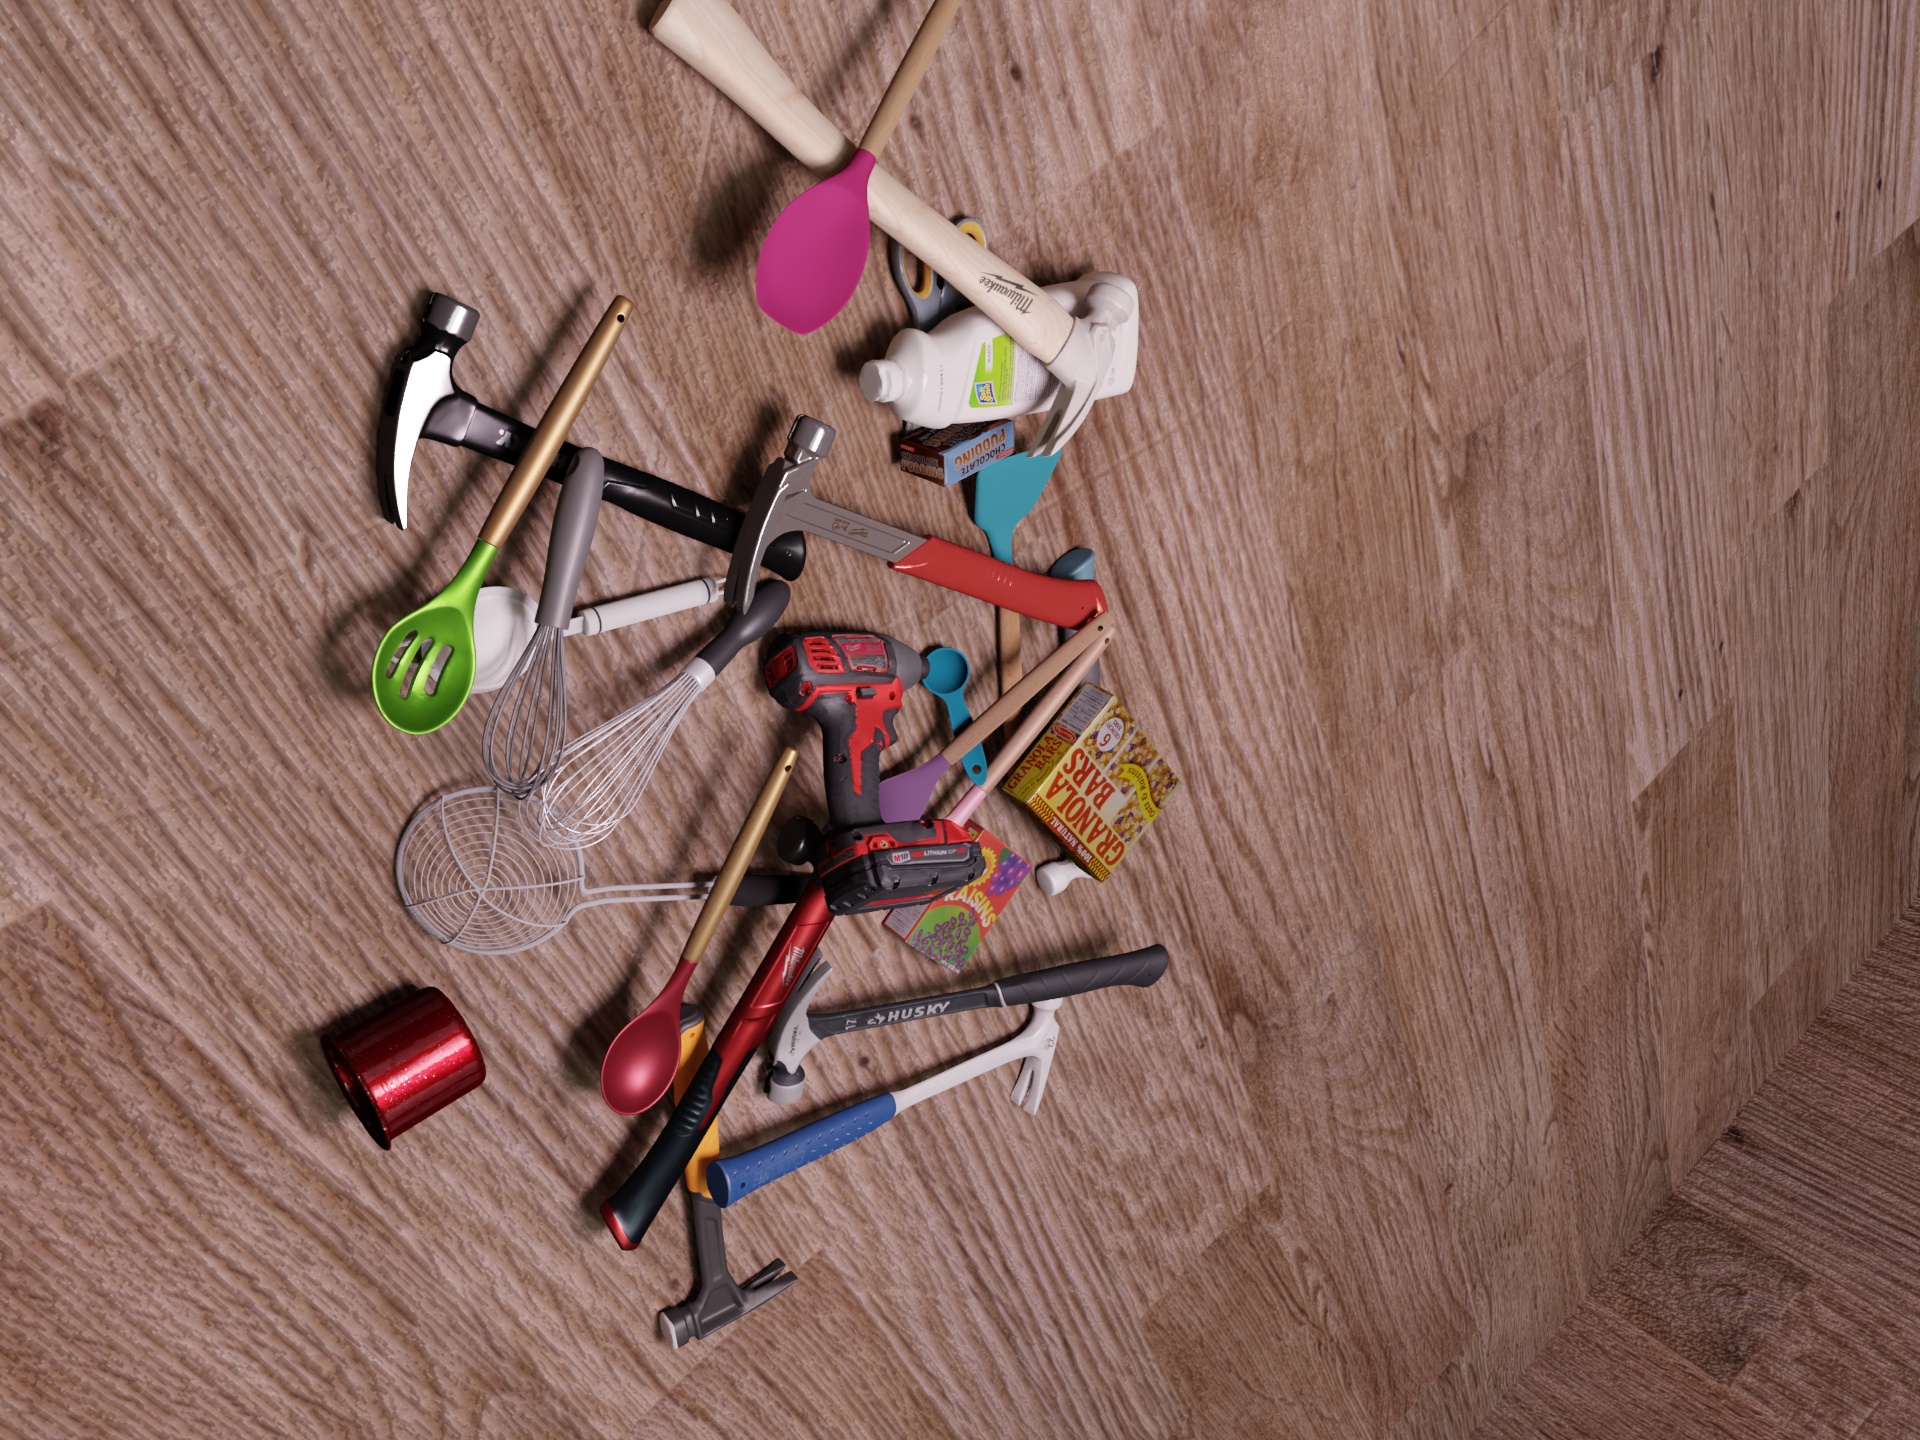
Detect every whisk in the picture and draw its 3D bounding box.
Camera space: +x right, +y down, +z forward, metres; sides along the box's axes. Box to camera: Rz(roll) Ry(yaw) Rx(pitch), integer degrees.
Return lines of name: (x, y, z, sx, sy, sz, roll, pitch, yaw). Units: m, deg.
whisk: (-0.211, -0.013, 1.146, 0.285, 0.070, 0.070, -51, 135, -33)
whisk: (-0.271, -0.064, 1.053, 0.055, 0.055, 0.239, 12, 91, -42)

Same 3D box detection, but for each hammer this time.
hammer: (-0.168, 0.266, 1.289, 0.143, 0.038, 0.386, 27, 98, -32)
hammer: (-0.016, -0.115, 1.255, 0.358, 0.037, 0.149, 16, 101, -42)
hammer: (0.115, 0.000, 1.468, 0.128, 0.033, 0.330, -24, 123, -29)
hammer: (-0.056, 0.355, 1.460, 0.405, 0.035, 0.144, -14, 119, -41)
hammer: (0.019, 0.247, 1.447, 0.408, 0.036, 0.149, -5, 123, -30)
hammer: (-0.240, -0.158, 1.100, 0.334, 0.035, 0.146, 19, 96, -43)
hammer: (-0.214, 0.386, 1.370, 0.127, 0.034, 0.336, -19, 121, -31)
hammer: (-0.046, -0.348, 1.114, 0.410, 0.038, 0.146, 32, 76, -31)

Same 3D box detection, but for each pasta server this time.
pasta server: (0.030, 0.036, 1.396, 0.316, 0.040, 0.060, -51, 133, -6)

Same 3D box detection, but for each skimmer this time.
skimmer: (-0.249, 0.116, 1.222, 0.363, 0.090, 0.127, 6, 110, -52)

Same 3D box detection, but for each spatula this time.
spatula: (0.046, -0.083, 1.366, 0.082, 0.044, 0.317, -20, 122, -28)
spatula: (0.008, 0.017, 1.346, 0.316, 0.018, 0.059, -42, 120, 3)

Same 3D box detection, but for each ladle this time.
ladle: (-0.196, 0.160, 1.217, 0.069, 0.031, 0.315, 19, 101, -43)

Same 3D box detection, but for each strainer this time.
strainer: (-0.267, -0.068, 1.117, 0.258, 0.050, 0.086, -20, 137, -36)

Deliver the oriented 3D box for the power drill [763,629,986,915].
power drill: (-0.064, 0.032, 1.240, 0.143, 0.078, 0.220, -2, 69, -40)

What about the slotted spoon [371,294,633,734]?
slotted spoon: (-0.290, -0.136, 1.026, 0.070, 0.031, 0.314, 31, 85, -44)

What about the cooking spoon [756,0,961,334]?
cooking spoon: (-0.052, -0.402, 1.072, 0.068, 0.017, 0.319, 30, 79, -25)

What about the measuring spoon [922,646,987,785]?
measuring spoon: (-0.002, -0.004, 1.359, 0.042, 0.021, 0.128, -20, 109, -6)
